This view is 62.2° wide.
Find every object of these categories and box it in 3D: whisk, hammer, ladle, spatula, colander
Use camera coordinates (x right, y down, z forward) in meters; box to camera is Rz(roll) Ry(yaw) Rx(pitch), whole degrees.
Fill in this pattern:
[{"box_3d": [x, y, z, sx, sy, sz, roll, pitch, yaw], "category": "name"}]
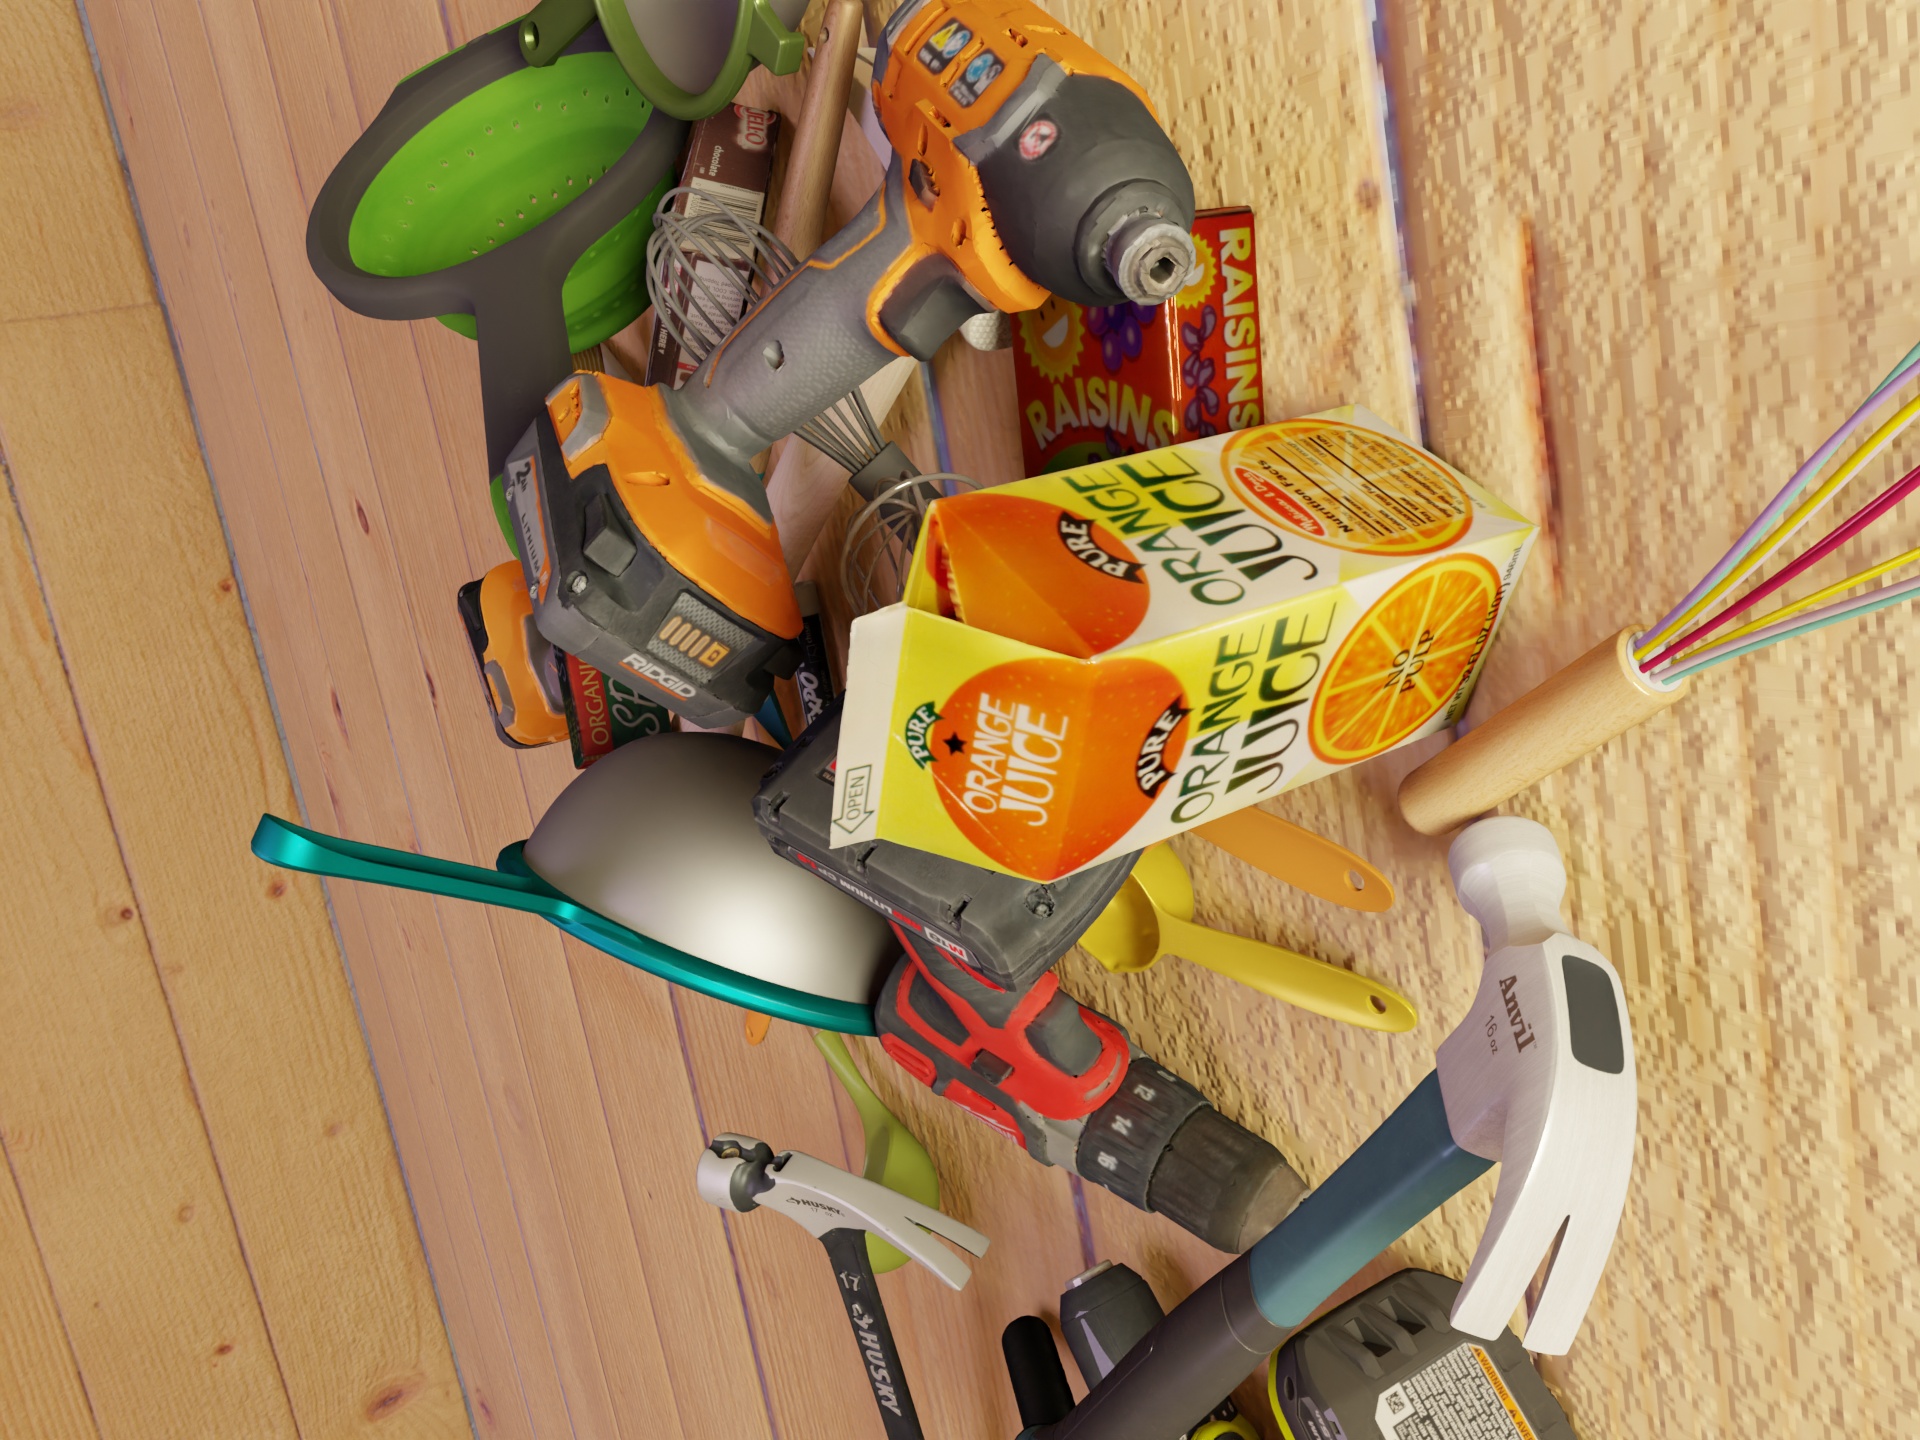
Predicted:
[{"box_3d": [-0.030, -0.096, 0.587, 0.239, 0.055, 0.055, 48, 152, -12], "category": "whisk"}, {"box_3d": [-0.082, -0.097, 0.727, 0.146, 0.038, 0.410, 61, 143, 22], "category": "hammer"}, {"box_3d": [-0.099, 0.158, 0.899, 0.320, 0.062, 0.078, 59, 145, 27], "category": "ladle"}, {"box_3d": [-0.001, -0.002, 0.606, 0.058, 0.059, 0.246, 58, 168, 36], "category": "whisk"}, {"box_3d": [-0.021, 0.388, 0.842, 0.149, 0.036, 0.408, 5, 124, 31], "category": "hammer"}, {"box_3d": [-0.074, -0.129, 0.651, 0.082, 0.044, 0.317, 46, 131, 38], "category": "spatula"}, {"box_3d": [0.173, -0.025, 0.368, 0.051, 0.047, 0.245, 63, 152, 14], "category": "whisk"}, {"box_3d": [-0.187, -0.188, 0.731, 0.094, 0.204, 0.398, 59, -171, -49], "category": "colander"}, {"box_3d": [0.091, 0.180, 0.495, 0.128, 0.033, 0.330, -87, 21, -49], "category": "hammer"}]

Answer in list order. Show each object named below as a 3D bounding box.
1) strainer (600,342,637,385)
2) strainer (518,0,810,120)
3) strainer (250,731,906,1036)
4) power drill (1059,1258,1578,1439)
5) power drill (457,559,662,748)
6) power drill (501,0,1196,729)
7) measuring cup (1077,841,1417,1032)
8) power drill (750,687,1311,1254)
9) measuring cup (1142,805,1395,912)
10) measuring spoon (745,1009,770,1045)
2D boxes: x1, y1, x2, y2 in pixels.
[{"box_3d": [-0.169, -0.163, 0.863, 0.259, 0.050, 0.086, 50, 136, 43], "category": "strainer"}, {"box_3d": [-0.119, -0.322, 0.669, 0.256, 0.069, 0.151, 7, 114, 58], "category": "strainer"}, {"box_3d": [-0.132, 0.046, 0.680, 0.211, 0.340, 0.095, 22, 90, 37], "category": "strainer"}, {"box_3d": [0.121, 0.276, 0.577, 0.191, 0.080, 0.228, 62, 151, 18], "category": "power drill"}, {"box_3d": [-0.242, -0.083, 0.989, 0.226, 0.084, 0.185, -20, 87, 56], "category": "power drill"}, {"box_3d": [-0.032, -0.106, 0.475, 0.226, 0.084, 0.164, -44, 41, 14], "category": "power drill"}, {"box_3d": [0.098, 0.075, 0.569, 0.157, 0.029, 0.062, 17, 128, 41], "category": "measuring cup"}, {"box_3d": [0.033, 0.097, 0.559, 0.188, 0.080, 0.226, 27, 152, 32], "category": "power drill"}, {"box_3d": [0.085, 0.015, 0.527, 0.174, 0.052, 0.095, 27, 131, 43], "category": "measuring cup"}, {"box_3d": [-0.126, 0.173, 0.991, 0.021, 0.011, 0.116, 55, 146, 27], "category": "measuring spoon"}]
